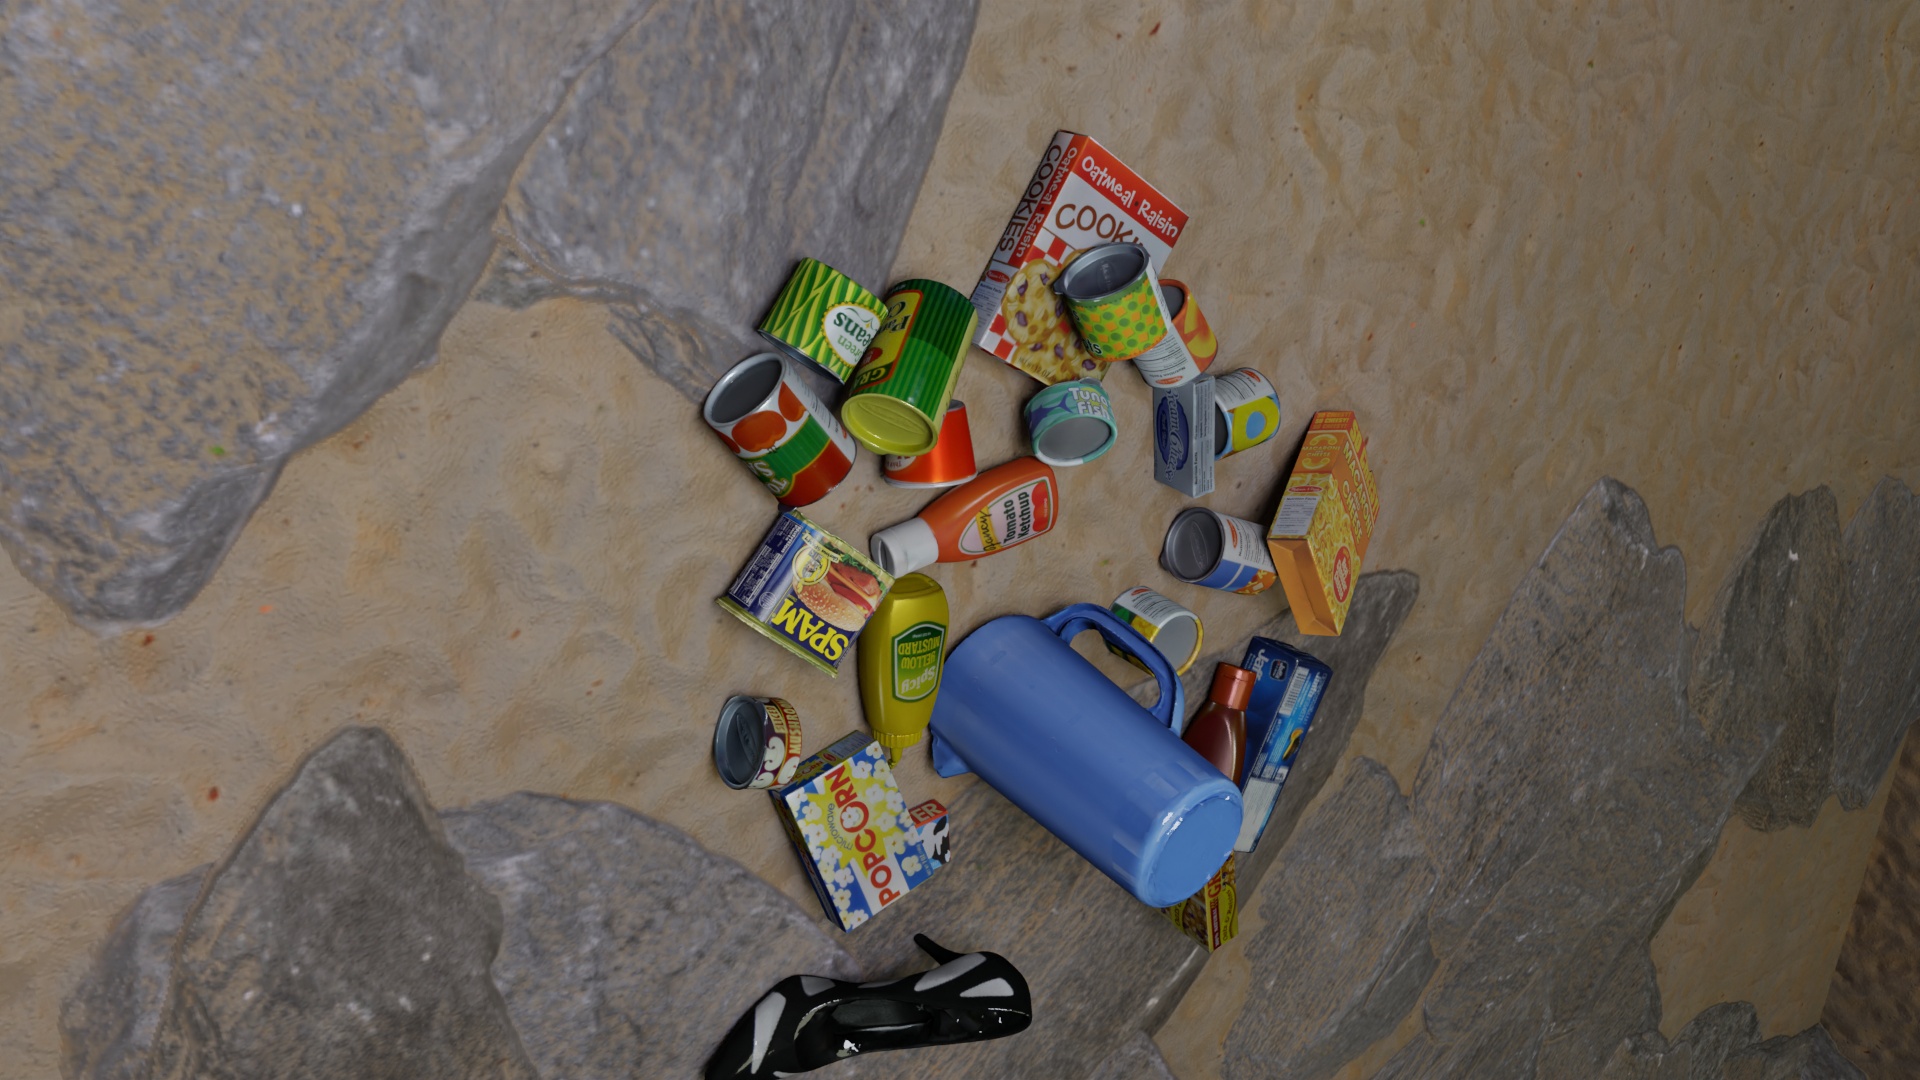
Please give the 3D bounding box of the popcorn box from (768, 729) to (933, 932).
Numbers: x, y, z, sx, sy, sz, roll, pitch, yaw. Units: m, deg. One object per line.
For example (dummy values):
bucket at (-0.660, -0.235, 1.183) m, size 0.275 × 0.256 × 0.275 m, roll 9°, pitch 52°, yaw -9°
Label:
popcorn box at (-0.083, 0.222, 1.062) m, size 0.085 × 0.038 × 0.126 m, roll -29°, pitch 107°, yaw -24°

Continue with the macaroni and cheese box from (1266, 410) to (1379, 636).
macaroni and cheese box at (0.330, -0.017, 1.247) m, size 0.167 × 0.040 × 0.123 m, roll -60°, pitch 137°, yaw -36°

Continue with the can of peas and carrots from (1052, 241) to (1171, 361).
can of peas and carrots at (0.108, -0.169, 0.989) m, size 0.071 × 0.071 × 0.058 m, roll -41°, pitch 130°, yaw -16°

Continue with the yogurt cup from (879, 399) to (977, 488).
yogurt cup at (-0.023, -0.070, 0.988) m, size 0.072 × 0.072 × 0.053 m, roll -13°, pitch 109°, yaw -32°

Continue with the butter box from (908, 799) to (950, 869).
butter box at (-0.056, 0.254, 1.127) m, size 0.104 × 0.024 × 0.053 m, roll -18°, pitch 119°, yaw -30°

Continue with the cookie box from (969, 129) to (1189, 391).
cookie box at (0.083, -0.199, 1.027) m, size 0.123 × 0.040 × 0.167 m, roll 25°, pitch 94°, yaw -41°

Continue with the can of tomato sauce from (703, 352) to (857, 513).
can of tomato sauce at (-0.119, -0.071, 0.911) m, size 0.071 × 0.071 × 0.083 m, roll -48°, pitch 129°, yaw -11°

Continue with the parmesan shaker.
parmesan shaker at (-0.034, -0.116, 0.933) m, size 0.071 × 0.071 × 0.103 m, roll 46°, pitch 50°, yaw -40°

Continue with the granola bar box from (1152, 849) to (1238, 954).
granola bar box at (0.192, 0.272, 1.256) m, size 0.039 × 0.124 × 0.164 m, roll -25°, pitch 123°, yaw -27°

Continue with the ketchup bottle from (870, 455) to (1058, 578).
ketchup bottle at (0.004, -0.013, 1.045) m, size 0.149 × 0.043 × 0.064 m, roll -22°, pitch 128°, yaw -27°

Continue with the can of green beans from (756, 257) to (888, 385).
can of green beans at (-0.089, -0.142, 0.903) m, size 0.071 × 0.071 × 0.058 m, roll 33°, pitch 88°, yaw -41°

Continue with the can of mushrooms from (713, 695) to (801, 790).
can of mushrooms at (-0.142, 0.142, 0.984) m, size 0.033 × 0.071 × 0.071 m, roll 11°, pitch 103°, yaw -40°

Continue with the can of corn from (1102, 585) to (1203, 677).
can of corn at (0.167, 0.082, 1.199) m, size 0.071 × 0.058 × 0.071 m, roll -15°, pitch 118°, yaw -31°

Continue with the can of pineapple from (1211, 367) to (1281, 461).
can of pineapple at (0.223, -0.103, 1.156) m, size 0.058 × 0.071 × 0.070 m, roll -21°, pitch 121°, yaw -28°

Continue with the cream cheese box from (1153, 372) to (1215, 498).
cream cheese box at (0.184, -0.091, 1.140) m, size 0.024 × 0.053 × 0.103 m, roll -20°, pitch 120°, yaw -27°

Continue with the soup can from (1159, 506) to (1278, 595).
soup can at (0.228, 0.012, 1.212) m, size 0.084 × 0.071 × 0.071 m, roll 13°, pitch 101°, yaw -41°

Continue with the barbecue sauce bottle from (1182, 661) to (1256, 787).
barbecue sauce bottle at (0.239, 0.189, 1.300) m, size 0.043 × 0.065 × 0.148 m, roll 17°, pitch 90°, yaw -61°

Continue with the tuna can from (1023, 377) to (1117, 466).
tuna can at (0.084, -0.088, 1.039) m, size 0.071 × 0.033 × 0.070 m, roll -8°, pitch 147°, yaw -5°

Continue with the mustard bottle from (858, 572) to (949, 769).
mustard bottle at (-0.045, 0.105, 1.055) m, size 0.065 × 0.049 × 0.159 m, roll -10°, pitch 115°, yaw -32°

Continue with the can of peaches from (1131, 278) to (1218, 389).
can of peaches at (0.159, -0.163, 1.084) m, size 0.071 × 0.071 × 0.058 m, roll -48°, pitch 130°, yaw -10°
